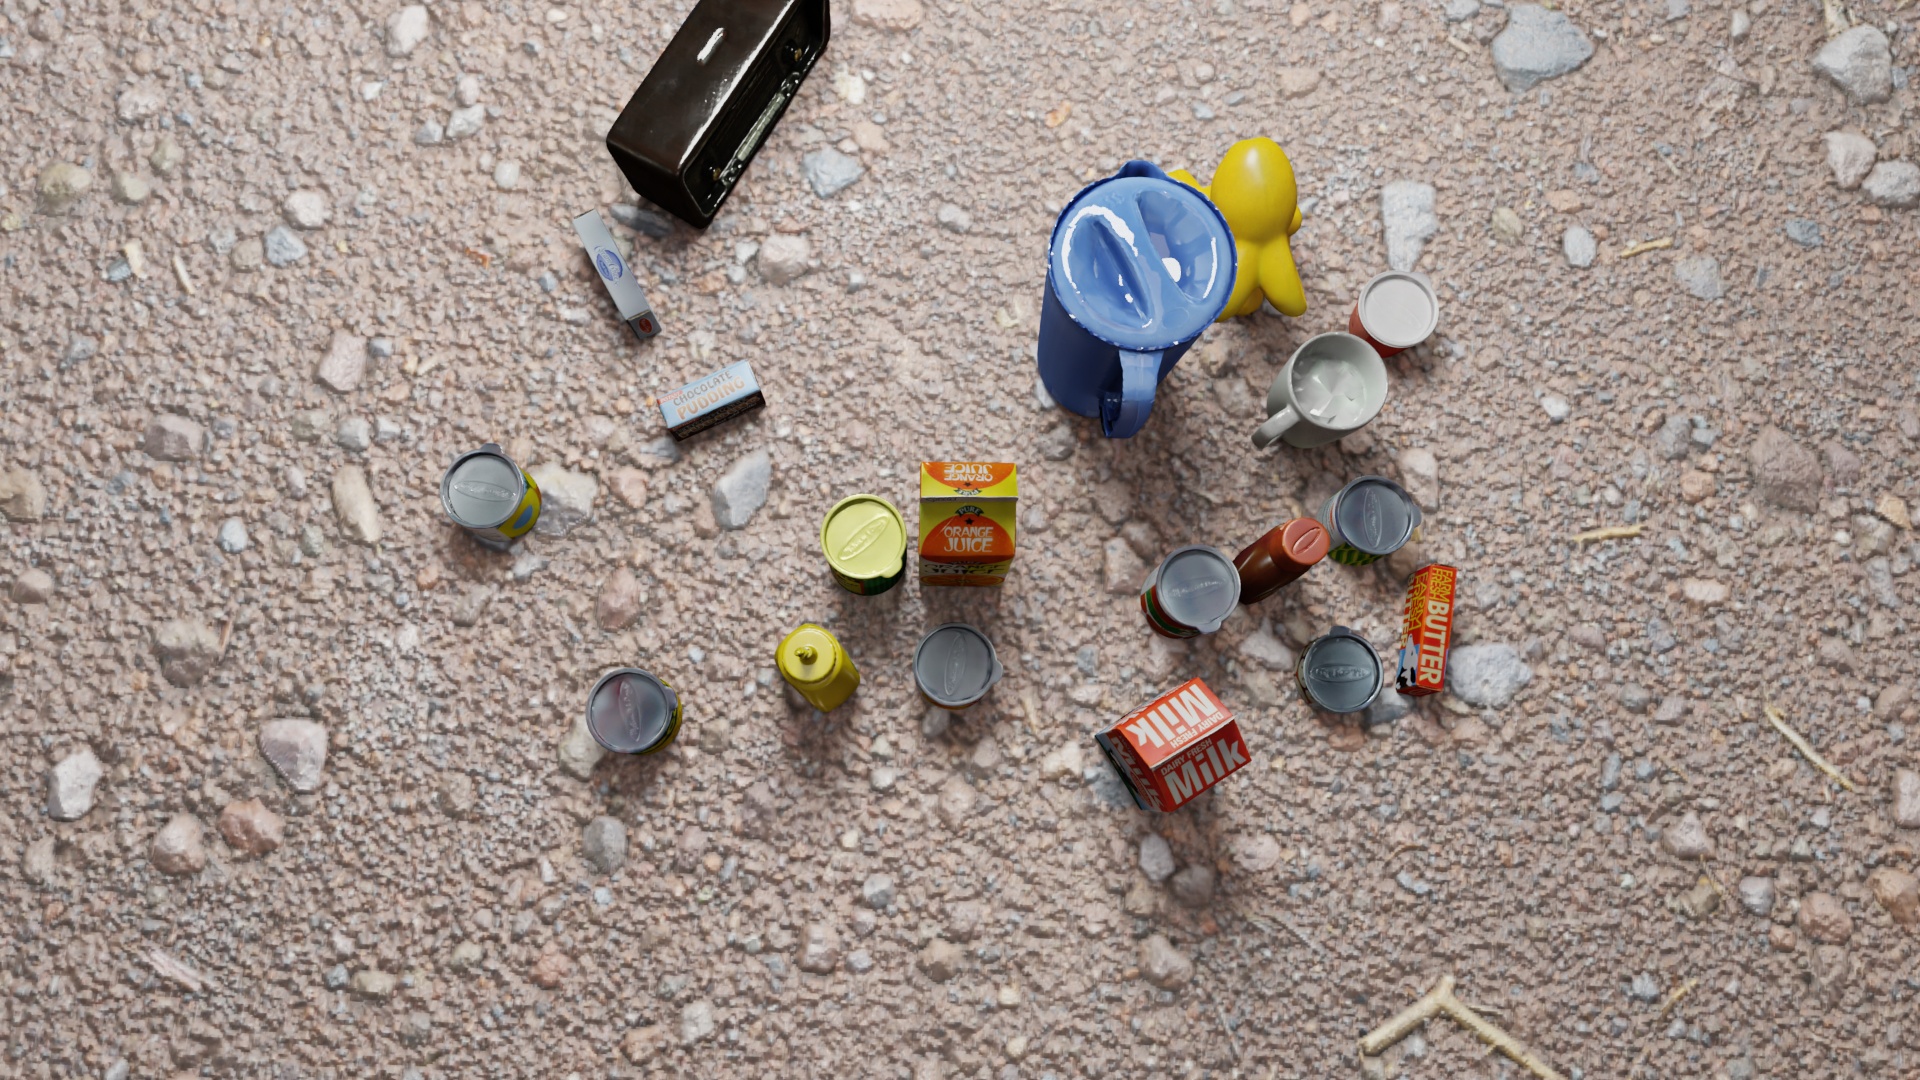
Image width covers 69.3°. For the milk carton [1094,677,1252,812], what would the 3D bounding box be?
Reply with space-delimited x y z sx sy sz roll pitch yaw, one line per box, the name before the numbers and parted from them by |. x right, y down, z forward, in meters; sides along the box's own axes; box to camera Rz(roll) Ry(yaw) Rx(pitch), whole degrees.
milk carton | 0.158 0.154 1.040 0.072 0.190 0.073 -31 82 -7

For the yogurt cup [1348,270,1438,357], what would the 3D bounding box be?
yogurt cup | 0.366 -0.190 1.186 0.072 0.054 0.072 0 79 -2

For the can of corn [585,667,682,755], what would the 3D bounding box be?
can of corn | -0.254 0.135 1.097 0.071 0.058 0.071 0 79 -2

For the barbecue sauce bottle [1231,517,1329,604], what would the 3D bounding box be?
barbecue sauce bottle | 0.251 0.013 1.093 0.065 0.148 0.044 -40 83 -8

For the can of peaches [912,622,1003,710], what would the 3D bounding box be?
can of peaches | -0.003 0.102 1.112 0.071 0.058 0.071 0 79 -2

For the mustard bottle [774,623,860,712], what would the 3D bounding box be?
mustard bottle | -0.111 0.094 1.058 0.049 0.160 0.065 -43 83 -9

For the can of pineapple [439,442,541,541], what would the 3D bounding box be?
can of pineapple | -0.379 -0.037 1.127 0.071 0.057 0.071 0 79 -2

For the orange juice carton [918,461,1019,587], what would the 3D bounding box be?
orange juice carton | 0.004 -0.013 1.067 0.072 0.192 0.073 1 79 -2

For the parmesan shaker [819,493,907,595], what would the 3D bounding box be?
parmesan shaker | -0.074 0.008 1.106 0.071 0.103 0.071 0 79 -2

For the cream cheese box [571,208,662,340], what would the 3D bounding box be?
cream cheese box | -0.289 -0.223 1.169 0.024 0.053 0.104 -29 81 -7

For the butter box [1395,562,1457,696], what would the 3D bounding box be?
butter box | 0.380 0.073 1.134 0.024 0.053 0.103 11 79 0

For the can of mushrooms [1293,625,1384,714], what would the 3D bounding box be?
can of mushrooms | 0.309 0.106 1.135 0.071 0.033 0.071 0 79 -2

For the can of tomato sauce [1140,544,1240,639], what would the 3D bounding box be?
can of tomato sauce | 0.184 0.045 1.118 0.071 0.083 0.071 0 79 -2

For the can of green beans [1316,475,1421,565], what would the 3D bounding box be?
can of green beans | 0.334 -0.015 1.148 0.071 0.057 0.071 0 79 -2

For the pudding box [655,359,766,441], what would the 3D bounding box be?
pudding box | -0.206 -0.116 1.153 0.084 0.049 0.030 -24 81 -6
